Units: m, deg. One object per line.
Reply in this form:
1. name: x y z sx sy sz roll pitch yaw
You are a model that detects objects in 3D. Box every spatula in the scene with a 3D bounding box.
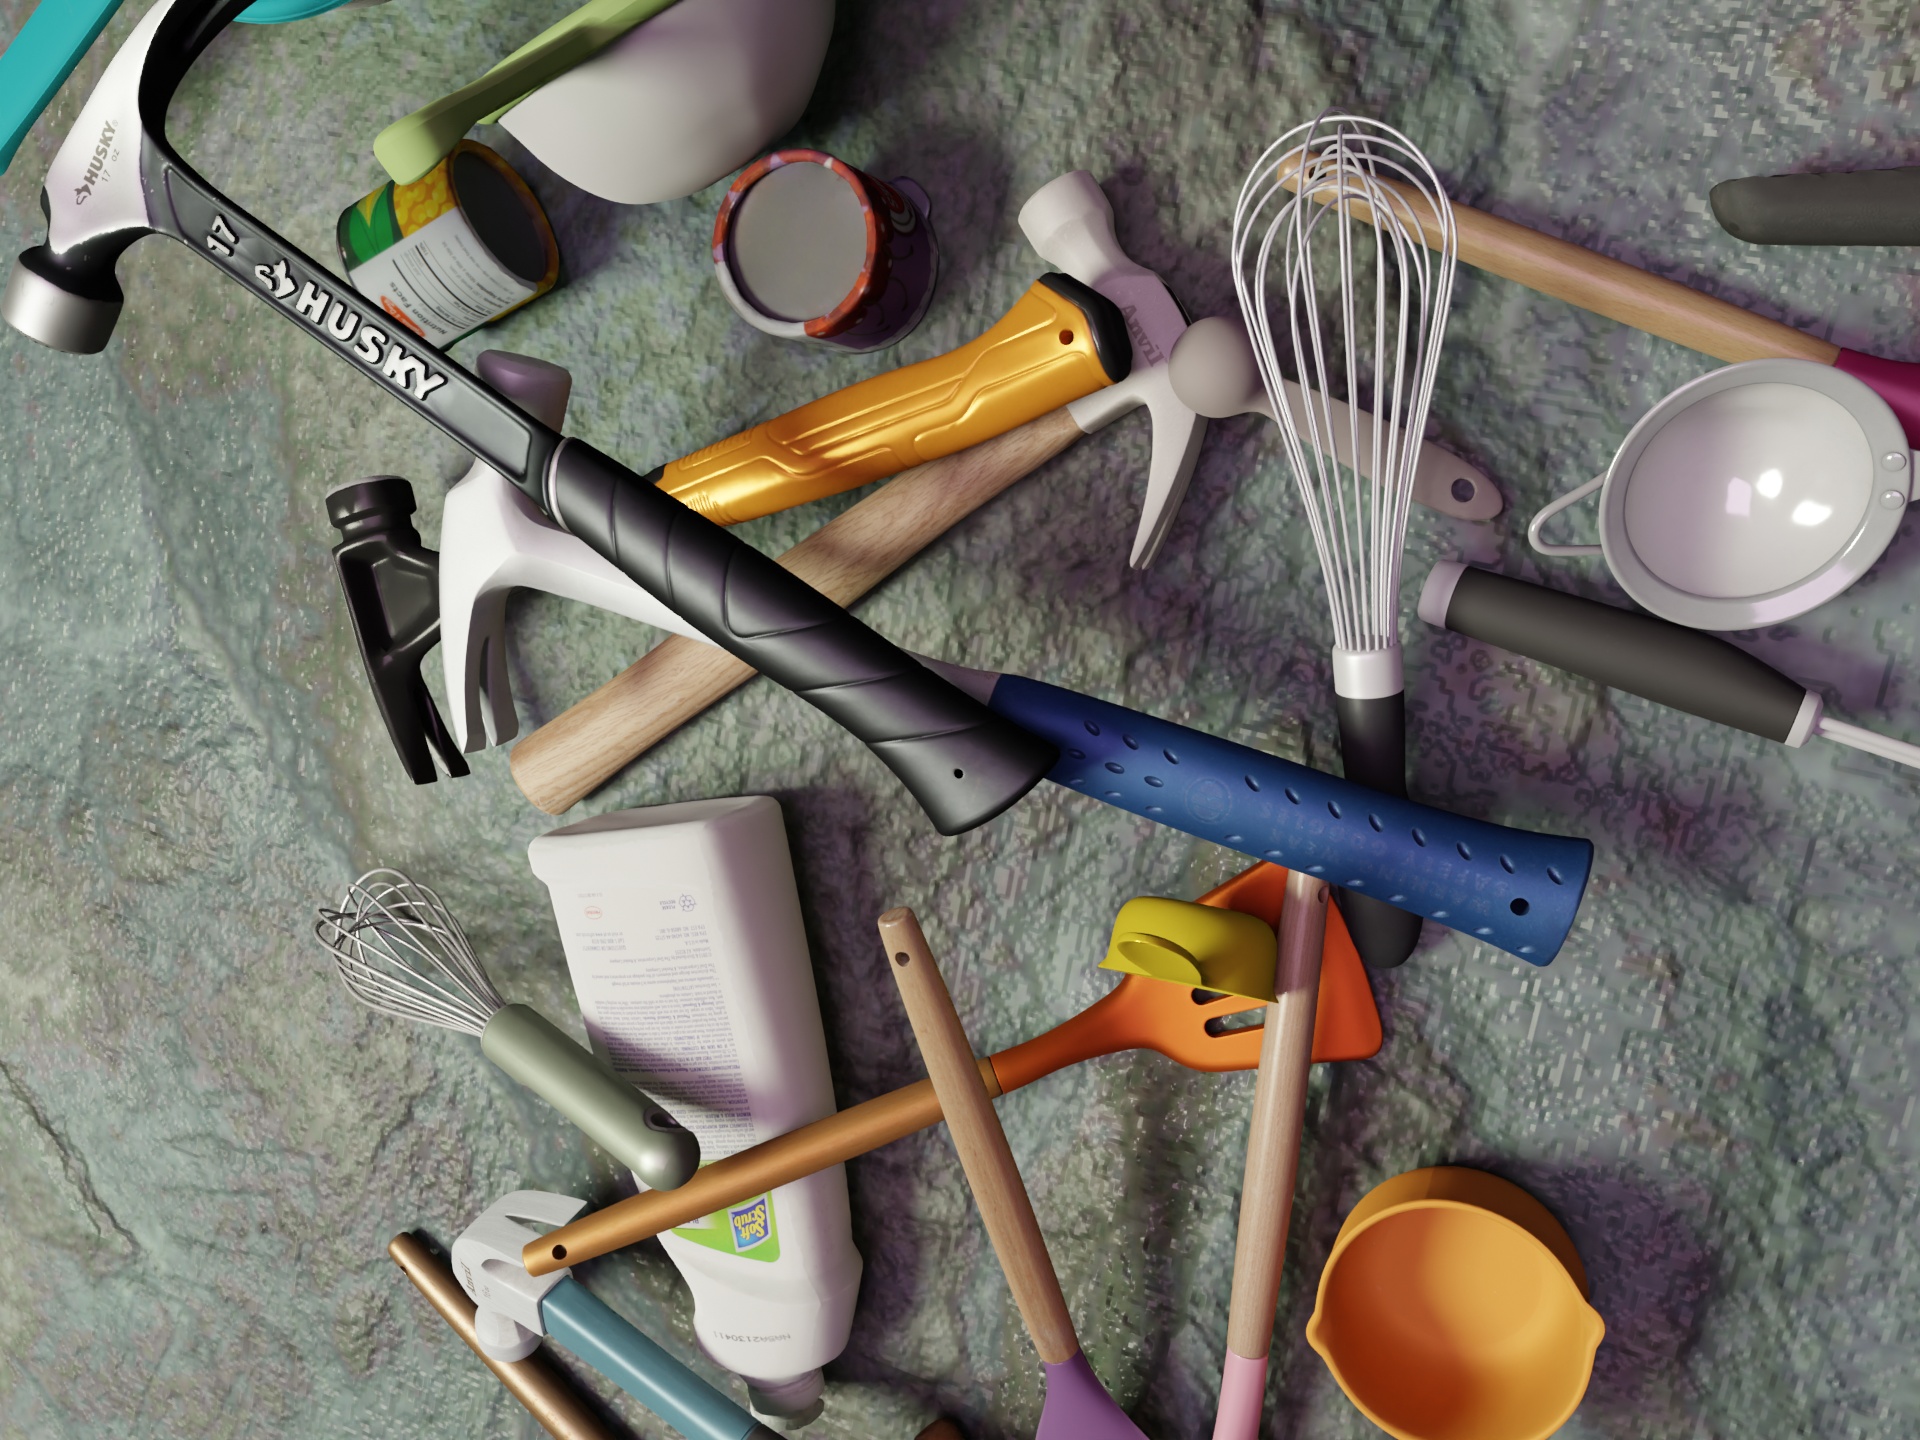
1. spatula: -0.010 0.140 0.581 0.322 0.041 0.081 -22 87 -1
2. spatula: -0.147 0.339 0.685 0.318 0.044 0.082 39 135 15
3. spatula: 0.026 0.208 0.577 0.060 0.018 0.315 -13 108 20

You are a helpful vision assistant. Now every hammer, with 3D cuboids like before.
1. hammer: -0.093 -0.078 0.593 0.337 0.034 0.127 -17 88 22
2. hammer: -0.001 -0.002 0.537 0.405 0.035 0.144 19 106 14
3. hammer: -0.069 0.286 0.604 0.331 0.033 0.128 27 136 23
4. hammer: -0.141 -0.094 0.528 0.409 0.036 0.149 35 108 8
5. hammer: -0.050 -0.056 0.614 0.331 0.031 0.130 -33 83 21

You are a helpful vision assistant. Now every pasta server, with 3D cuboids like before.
1. pasta server: 0.111 0.201 0.563 0.040 0.060 0.316 15 104 46

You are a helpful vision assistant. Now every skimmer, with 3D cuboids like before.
1. skimmer: 0.296 0.047 0.458 0.363 0.127 0.090 24 81 25

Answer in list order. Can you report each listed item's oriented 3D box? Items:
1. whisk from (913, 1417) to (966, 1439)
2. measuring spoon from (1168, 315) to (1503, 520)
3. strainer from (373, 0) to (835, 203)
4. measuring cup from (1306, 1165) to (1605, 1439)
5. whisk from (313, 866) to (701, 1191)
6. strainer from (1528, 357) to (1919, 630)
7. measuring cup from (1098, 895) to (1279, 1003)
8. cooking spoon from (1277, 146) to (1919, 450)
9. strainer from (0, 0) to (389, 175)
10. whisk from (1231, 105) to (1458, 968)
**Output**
1. whisk: 0.057 0.381 0.612 0.051 0.047 0.245 -39 78 21
2. measuring spoon: 0.127 -0.100 0.534 0.124 0.018 0.034 27 90 2
3. strainer: -0.107 -0.201 0.527 0.151 0.256 0.069 -19 117 26
4. measuring cup: 0.179 0.239 0.546 0.095 0.052 0.173 -11 93 22
5. whisk: -0.186 0.122 0.636 0.246 0.057 0.059 23 94 38
6. strainer: 0.299 -0.073 0.457 0.258 0.050 0.086 -2 121 19
7. measuring cup: 0.068 0.065 0.493 0.062 0.156 0.029 9 79 15
8. cooking spoon: 0.247 -0.119 0.499 0.319 0.017 0.068 27 104 16
9. strainer: -0.279 -0.332 0.641 0.340 0.095 0.211 -36 80 22
10. whisk: 0.131 -0.049 0.516 0.070 0.070 0.284 -1 109 21
